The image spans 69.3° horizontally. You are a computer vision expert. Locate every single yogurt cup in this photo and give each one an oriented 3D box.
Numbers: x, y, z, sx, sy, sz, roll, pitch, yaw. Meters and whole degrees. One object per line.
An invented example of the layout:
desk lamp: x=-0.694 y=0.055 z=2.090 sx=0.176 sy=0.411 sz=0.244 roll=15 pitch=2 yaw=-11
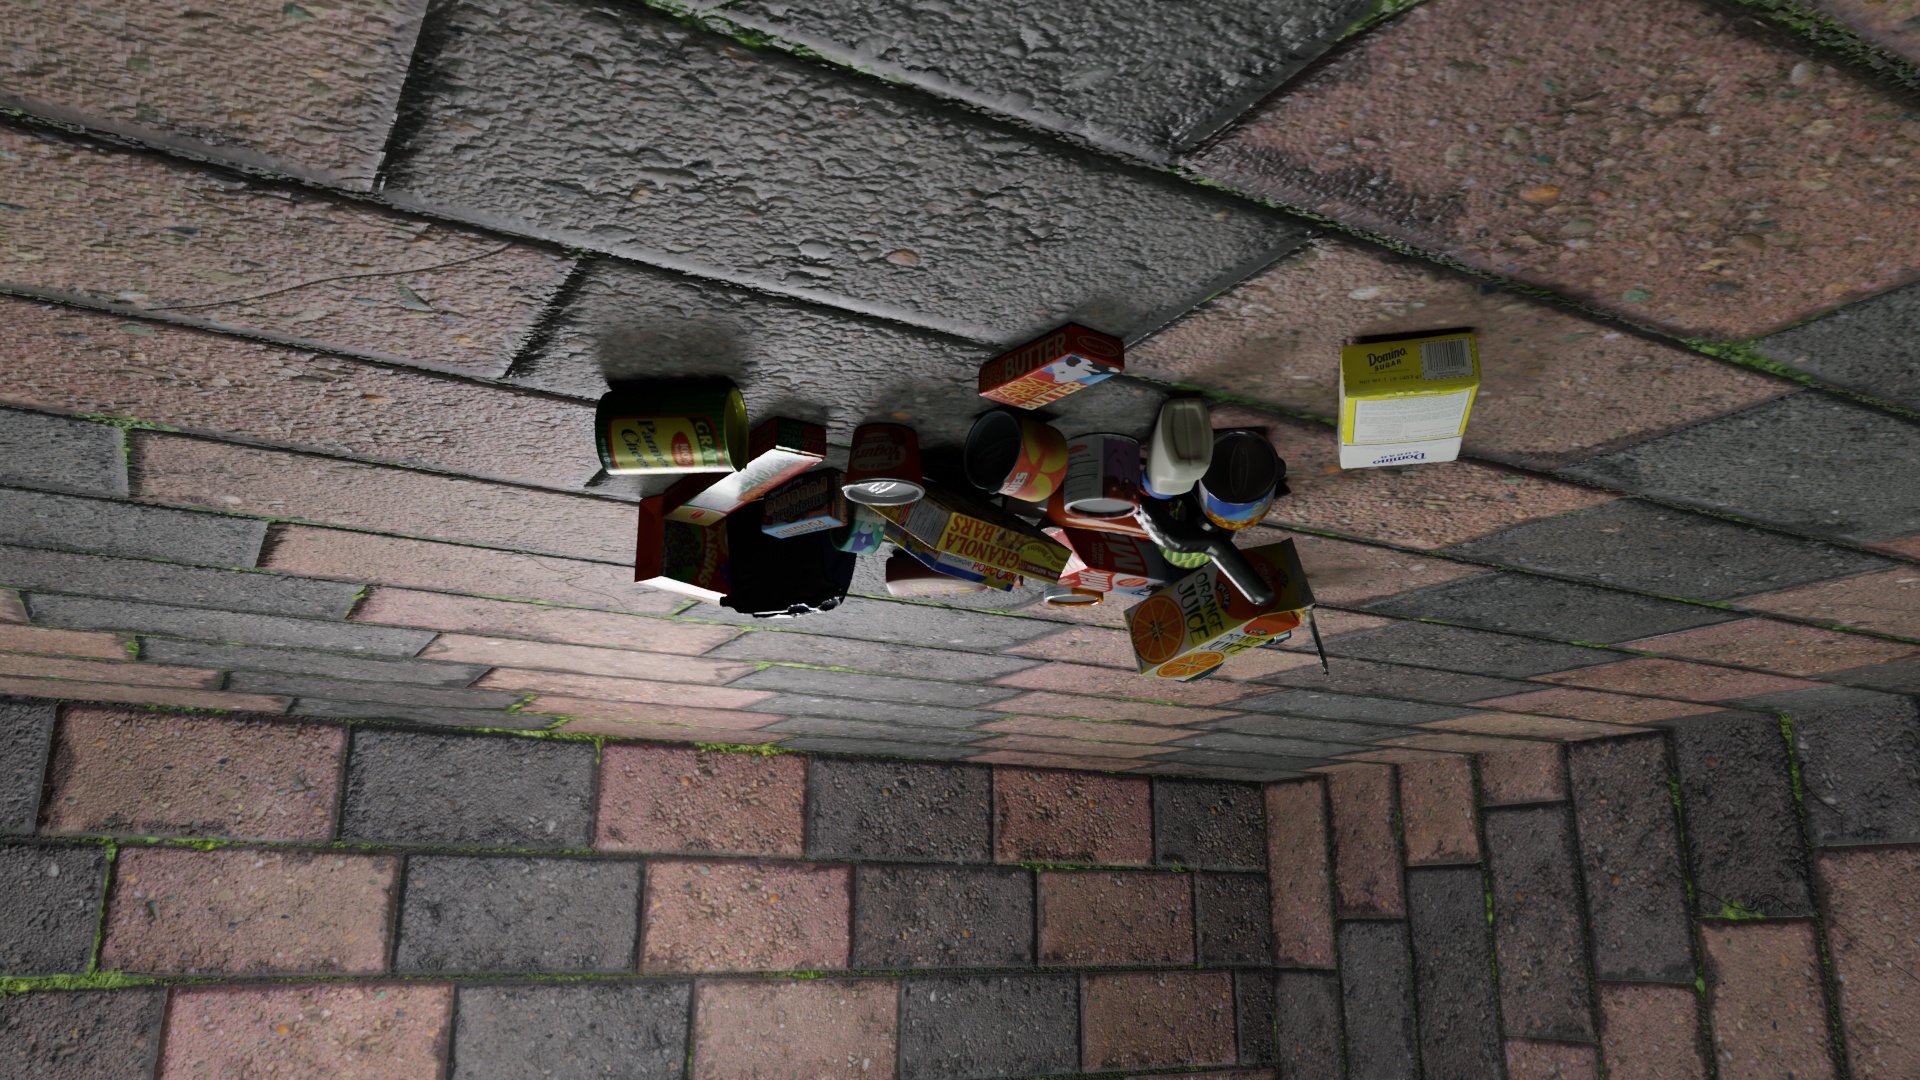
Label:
yogurt cup: x=-0.064 y=-0.064 z=1.165 sx=0.072 sy=0.054 sz=0.072 roll=0 pitch=164 yaw=0

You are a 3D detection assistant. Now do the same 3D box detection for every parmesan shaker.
parmesan shaker: x=-0.222 y=-0.082 z=1.073 sx=0.103 sy=0.071 sz=0.071 roll=-2 pitch=164 yaw=6

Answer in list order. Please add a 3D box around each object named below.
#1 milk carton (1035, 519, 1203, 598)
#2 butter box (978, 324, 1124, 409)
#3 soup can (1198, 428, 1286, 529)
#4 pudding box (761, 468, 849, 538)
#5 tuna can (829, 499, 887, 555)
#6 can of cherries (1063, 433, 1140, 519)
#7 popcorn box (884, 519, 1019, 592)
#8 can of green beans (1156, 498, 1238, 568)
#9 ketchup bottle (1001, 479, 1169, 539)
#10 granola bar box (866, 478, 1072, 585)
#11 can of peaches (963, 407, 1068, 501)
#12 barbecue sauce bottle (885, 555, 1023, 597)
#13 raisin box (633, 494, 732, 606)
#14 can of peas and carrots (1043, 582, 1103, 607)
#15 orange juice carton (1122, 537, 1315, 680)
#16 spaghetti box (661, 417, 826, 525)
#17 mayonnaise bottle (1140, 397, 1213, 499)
milk carton: x=0.148 y=0.008 z=1.384 sx=0.191 sy=0.073 sz=0.072 roll=10 pitch=161 yaw=-30
butter box: x=0.064 y=-0.124 z=1.004 sx=0.053 sy=0.024 sz=0.103 roll=12 pitch=161 yaw=-37
soup can: x=0.239 y=-0.050 z=1.185 sx=0.071 sy=0.071 sz=0.083 roll=-2 pitch=164 yaw=9
pudding box: x=-0.143 y=-0.033 z=1.283 sx=0.083 sy=0.050 sz=0.030 roll=-10 pitch=159 yaw=33
tuna can: x=-0.096 y=-0.020 z=1.298 sx=0.033 sy=0.071 sz=0.071 roll=10 pitch=161 yaw=-26
can of cherries: x=0.124 y=-0.053 z=1.192 sx=0.071 sy=0.058 sz=0.071 roll=1 pitch=164 yaw=0
popcorn box: x=-0.006 y=0.007 z=1.374 sx=0.085 sy=0.038 sz=0.127 roll=32 pitch=-171 yaw=40
can of green beans: x=0.225 y=-0.012 z=1.325 sx=0.071 sy=0.071 sz=0.057 roll=3 pitch=163 yaw=-8
ketchup bottle: x=0.114 y=-0.033 z=1.281 sx=0.149 sy=0.043 sz=0.065 roll=8 pitch=-169 yaw=-7
granola bar box: x=0.004 y=-0.016 z=1.258 sx=0.165 sy=0.039 sz=0.124 roll=17 pitch=-169 yaw=-46
can of peaches: x=0.045 y=-0.066 z=1.124 sx=0.058 sy=0.071 sz=0.071 roll=14 pitch=159 yaw=-43
barbecue sauce bottle: x=-0.005 y=0.037 z=1.544 sx=0.148 sy=0.044 sz=0.064 roll=-3 pitch=163 yaw=11
raisin box: x=-0.265 y=0.012 z=1.380 sx=0.040 sy=0.086 sz=0.123 roll=-12 pitch=160 yaw=32
can of peas and carrots: x=0.126 y=0.039 z=1.522 sx=0.071 sy=0.059 sz=0.070 roll=1 pitch=165 yaw=0
orange juice carton: x=0.257 y=0.068 z=1.351 sx=0.073 sy=0.072 sz=0.192 roll=11 pitch=147 yaw=-42
spaghetti box: x=-0.197 y=-0.057 z=1.237 sx=0.050 sy=0.029 sz=0.249 roll=10 pitch=162 yaw=-32
mayonnaise bottle: x=0.175 y=-0.068 z=1.139 sx=0.041 sy=0.065 sz=0.148 roll=-4 pitch=168 yaw=0
